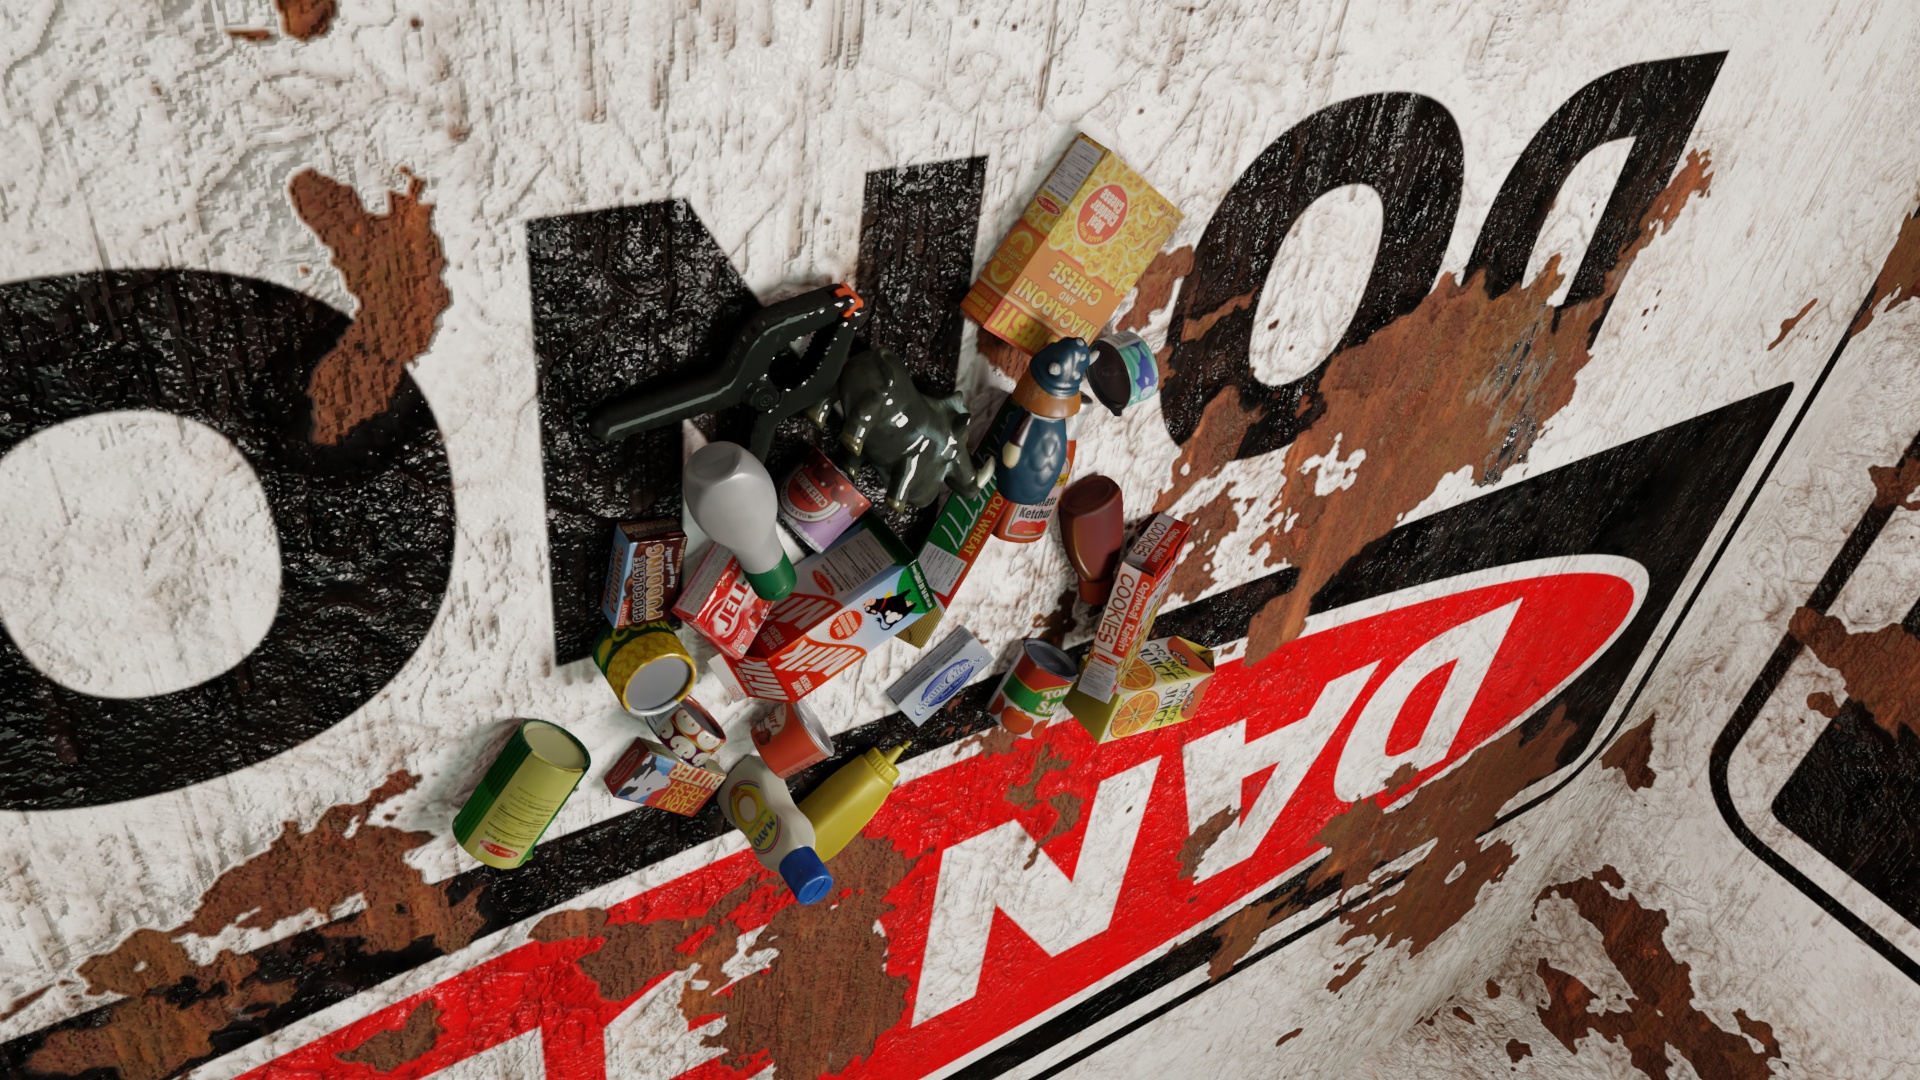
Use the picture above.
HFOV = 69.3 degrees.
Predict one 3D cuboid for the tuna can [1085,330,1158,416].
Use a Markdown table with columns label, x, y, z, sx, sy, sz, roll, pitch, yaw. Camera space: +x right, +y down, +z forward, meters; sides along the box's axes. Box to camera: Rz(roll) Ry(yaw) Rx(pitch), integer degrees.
| label | x | y | z | sx | sy | sz | roll | pitch | yaw |
| --- | --- | --- | --- | --- | --- | --- | --- | --- | --- |
| tuna can | 0.143 | -0.148 | 1.226 | 0.033 | 0.071 | 0.070 | -23 | 137 | -25 |

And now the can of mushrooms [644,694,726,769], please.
| label | x | y | z | sx | sy | sz | roll | pitch | yaw |
| --- | --- | --- | --- | --- | --- | --- | --- | --- | --- |
| can of mushrooms | -0.231 | 0.160 | 1.180 | 0.033 | 0.071 | 0.071 | -45 | 142 | -1 |

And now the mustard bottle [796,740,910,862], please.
| label | x | y | z | sx | sy | sz | roll | pitch | yaw |
| --- | --- | --- | --- | --- | --- | --- | --- | --- | --- |
| mustard bottle | -0.108 | 0.255 | 1.391 | 0.160 | 0.049 | 0.065 | -44 | 142 | -1 |

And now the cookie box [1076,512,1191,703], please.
| label | x | y | z | sx | sy | sz | roll | pitch | yaw |
| --- | --- | --- | --- | --- | --- | --- | --- | --- | --- |
| cookie box | 0.180 | 0.069 | 1.437 | 0.123 | 0.040 | 0.166 | -45 | 156 | -54 |

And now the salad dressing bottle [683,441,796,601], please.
| label | x | y | z | sx | sy | sz | roll | pitch | yaw |
| --- | --- | --- | --- | --- | --- | --- | --- | --- | --- |
| salad dressing bottle | -0.162 | -0.011 | 1.052 | 0.064 | 0.044 | 0.147 | -28 | 139 | -9 |

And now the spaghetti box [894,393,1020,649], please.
| label | x | y | z | sx | sy | sz | roll | pitch | yaw |
| --- | --- | --- | --- | --- | --- | --- | --- | --- | --- |
| spaghetti box | 0.004 | -0.016 | 1.239 | 0.050 | 0.029 | 0.249 | 29 | 109 | -6 |

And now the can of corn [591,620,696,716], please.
| label | x | y | z | sx | sy | sz | roll | pitch | yaw |
| --- | --- | --- | --- | --- | --- | --- | --- | --- | --- |
| can of corn | -0.252 | 0.096 | 1.111 | 0.071 | 0.058 | 0.070 | -24 | 138 | -23 |

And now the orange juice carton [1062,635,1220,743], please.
| label | x | y | z | sx | sy | sz | roll | pitch | yaw |
| --- | --- | --- | --- | --- | --- | --- | --- | --- | --- |
| orange juice carton | 0.216 | 0.164 | 1.573 | 0.193 | 0.073 | 0.071 | -8 | 129 | -37 |

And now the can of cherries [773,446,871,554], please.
| label | x | y | z | sx | sy | sz | roll | pitch | yaw |
| --- | --- | --- | --- | --- | --- | --- | --- | --- | --- |
| can of cherries | -0.114 | -0.033 | 1.106 | 0.058 | 0.072 | 0.071 | -44 | 142 | 0 |

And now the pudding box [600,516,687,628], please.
| label | x | y | z | sx | sy | sz | roll | pitch | yaw |
| --- | --- | --- | --- | --- | --- | --- | --- | --- | --- |
| pudding box | -0.245 | 0.025 | 1.074 | 0.050 | 0.030 | 0.083 | -6 | 128 | -37 |

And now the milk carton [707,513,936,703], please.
| label | x | y | z | sx | sy | sz | roll | pitch | yaw |
| --- | --- | --- | --- | --- | --- | --- | --- | --- | --- |
| milk carton | -0.124 | 0.068 | 1.186 | 0.191 | 0.073 | 0.072 | -34 | 141 | -12 |

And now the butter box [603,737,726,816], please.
| label | x | y | z | sx | sy | sz | roll | pitch | yaw |
| --- | --- | --- | --- | --- | --- | --- | --- | --- | --- |
| butter box | -0.261 | 0.212 | 1.236 | 0.053 | 0.024 | 0.103 | -50 | 141 | 7 |

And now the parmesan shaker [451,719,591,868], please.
| label | x | y | z | sx | sy | sz | roll | pitch | yaw |
| --- | --- | --- | --- | --- | --- | --- | --- | --- | --- |
| parmesan shaker | -0.349 | 0.204 | 1.117 | 0.071 | 0.071 | 0.103 | 24 | 107 | -50 |

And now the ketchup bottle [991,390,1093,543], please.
| label | x | y | z | sx | sy | sz | roll | pitch | yaw |
| --- | --- | --- | --- | --- | --- | --- | --- | --- | --- |
| ketchup bottle | 0.074 | -0.069 | 1.259 | 0.065 | 0.044 | 0.148 | 0 | 124 | -41 |

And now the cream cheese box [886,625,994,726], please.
| label | x | y | z | sx | sy | sz | roll | pitch | yaw |
| --- | --- | --- | --- | --- | --- | --- | --- | --- | --- |
| cream cheese box | -0.020 | 0.134 | 1.378 | 0.104 | 0.024 | 0.053 | -42 | 140 | -3 |

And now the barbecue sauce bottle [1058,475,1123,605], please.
| label | x | y | z | sx | sy | sz | roll | pitch | yaw |
| --- | --- | --- | --- | --- | --- | --- | --- | --- | --- |
| barbecue sauce bottle | 0.132 | 0.005 | 1.378 | 0.065 | 0.044 | 0.147 | -29 | 140 | -17 |

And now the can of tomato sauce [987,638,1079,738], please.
| label | x | y | z | sx | sy | sz | roll | pitch | yaw |
| --- | --- | --- | --- | --- | --- | --- | --- | --- | --- |
| can of tomato sauce | 0.077 | 0.156 | 1.445 | 0.071 | 0.071 | 0.082 | 7 | 120 | -45 |

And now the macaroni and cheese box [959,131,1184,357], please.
| label | x | y | z | sx | sy | sz | roll | pitch | yaw |
| --- | --- | --- | --- | --- | --- | --- | --- | --- | --- |
| macaroni and cheese box | 0.092 | -0.228 | 1.131 | 0.123 | 0.040 | 0.166 | 23 | 108 | -50 |

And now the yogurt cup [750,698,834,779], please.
| label | x | y | z | sx | sy | sz | roll | pitch | yaw |
| --- | --- | --- | --- | --- | --- | --- | --- | --- | --- |
| yogurt cup | -0.155 | 0.181 | 1.272 | 0.054 | 0.072 | 0.072 | -33 | 141 | 0 |

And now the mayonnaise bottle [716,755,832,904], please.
| label | x | y | z | sx | sy | sz | roll | pitch | yaw |
| --- | --- | --- | --- | --- | --- | --- | --- | --- | --- |
| mayonnaise bottle | -0.167 | 0.266 | 1.269 | 0.041 | 0.148 | 0.064 | 22 | 109 | -49 |
